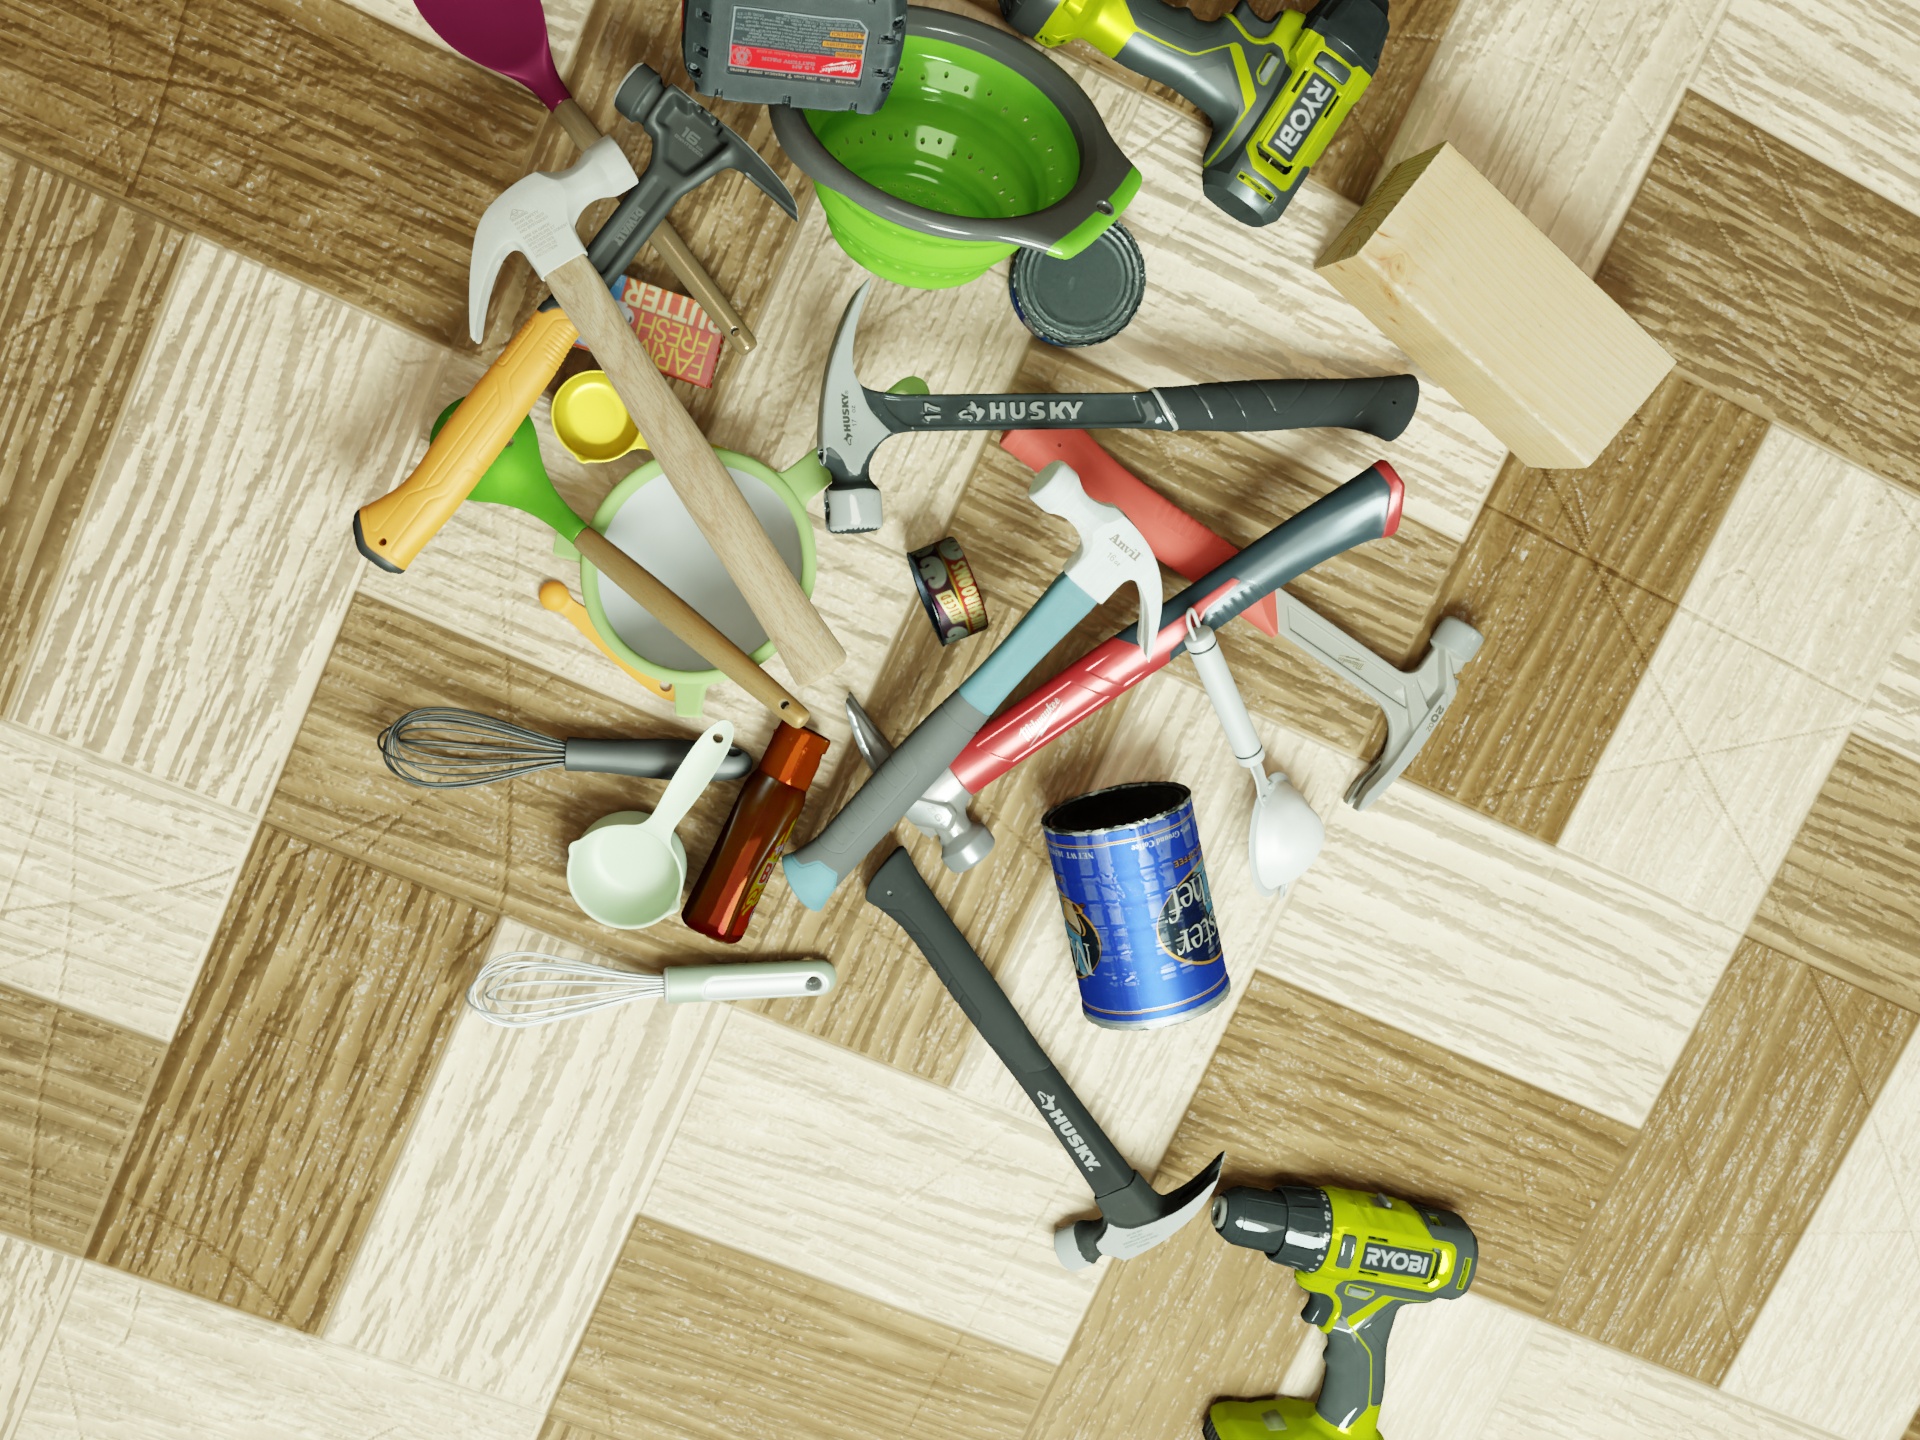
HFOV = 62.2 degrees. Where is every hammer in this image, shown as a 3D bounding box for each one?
[{"bbox_3d":[0.110,-0.059,1.038,0.386,0.038,0.143,-35,102,10],"label":"hammer"},{"bbox_3d":[0.176,-0.089,1.072,0.359,0.037,0.149,33,95,-11],"label":"hammer"},{"bbox_3d":[-0.170,-0.165,0.933,0.130,0.031,0.331,-32,98,-3],"label":"hammer"},{"bbox_3d":[-0.242,-0.223,0.955,0.127,0.034,0.337,38,89,-6],"label":"hammer"},{"bbox_3d":[-0.002,-0.003,1.011,0.128,0.033,0.331,37,106,-20],"label":"hammer"},{"bbox_3d":[0.046,0.227,1.096,0.146,0.035,0.334,-31,98,27],"label":"hammer"},{"bbox_3d":[0.109,-0.202,1.007,0.409,0.036,0.149,-5,93,-17],"label":"hammer"}]

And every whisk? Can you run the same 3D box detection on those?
[{"bbox_3d":[-0.206,0.179,1.072,0.246,0.059,0.057,-1,112,-11],"label":"whisk"},{"bbox_3d":[-0.256,0.022,1.039,0.239,0.055,0.055,3,100,-11],"label":"whisk"}]

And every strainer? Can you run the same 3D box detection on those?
[{"bbox_3d":[0.194,0.028,1.048,0.087,0.050,0.258,-57,131,-37],"label":"strainer"},{"bbox_3d":[-0.119,-0.125,1.013,0.256,0.069,0.151,-39,79,-2],"label":"strainer"}]

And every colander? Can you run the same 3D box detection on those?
[{"bbox_3d":[-0.087,-0.374,0.965,0.397,0.094,0.204,34,54,6],"label":"colander"}]

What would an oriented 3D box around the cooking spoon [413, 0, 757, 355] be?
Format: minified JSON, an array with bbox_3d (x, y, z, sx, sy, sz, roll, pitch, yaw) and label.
[{"bbox_3d":[-0.228,-0.356,0.976,0.069,0.017,0.319,-38,96,0],"label":"cooking spoon"}]

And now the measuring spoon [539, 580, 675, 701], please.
[{"bbox_3d":[-0.228,-0.050,1.045,0.117,0.011,0.021,40,94,-11],"label":"measuring spoon"}]

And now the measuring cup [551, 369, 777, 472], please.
[{"bbox_3d":[-0.187,-0.178,1.026,0.156,0.029,0.062,19,97,-21],"label":"measuring cup"}]

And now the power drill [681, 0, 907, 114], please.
[{"bbox_3d":[-0.079,-0.451,0.909,0.188,0.080,0.227,0,56,-14],"label":"power drill"}]

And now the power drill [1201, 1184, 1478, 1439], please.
[{"bbox_3d":[0.255,0.449,1.156,0.190,0.080,0.228,13,96,-9],"label":"power drill"}]

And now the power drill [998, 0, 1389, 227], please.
[{"bbox_3d":[0.152,-0.442,0.989,0.223,0.080,0.171,31,95,-14],"label":"power drill"}]

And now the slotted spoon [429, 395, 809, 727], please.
[{"bbox_3d":[-0.211,-0.099,0.972,0.314,0.031,0.070,40,86,10],"label":"slotted spoon"}]

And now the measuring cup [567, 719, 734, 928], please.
[{"bbox_3d":[-0.194,0.061,1.043,0.083,0.038,0.167,33,105,-11],"label":"measuring cup"}]
